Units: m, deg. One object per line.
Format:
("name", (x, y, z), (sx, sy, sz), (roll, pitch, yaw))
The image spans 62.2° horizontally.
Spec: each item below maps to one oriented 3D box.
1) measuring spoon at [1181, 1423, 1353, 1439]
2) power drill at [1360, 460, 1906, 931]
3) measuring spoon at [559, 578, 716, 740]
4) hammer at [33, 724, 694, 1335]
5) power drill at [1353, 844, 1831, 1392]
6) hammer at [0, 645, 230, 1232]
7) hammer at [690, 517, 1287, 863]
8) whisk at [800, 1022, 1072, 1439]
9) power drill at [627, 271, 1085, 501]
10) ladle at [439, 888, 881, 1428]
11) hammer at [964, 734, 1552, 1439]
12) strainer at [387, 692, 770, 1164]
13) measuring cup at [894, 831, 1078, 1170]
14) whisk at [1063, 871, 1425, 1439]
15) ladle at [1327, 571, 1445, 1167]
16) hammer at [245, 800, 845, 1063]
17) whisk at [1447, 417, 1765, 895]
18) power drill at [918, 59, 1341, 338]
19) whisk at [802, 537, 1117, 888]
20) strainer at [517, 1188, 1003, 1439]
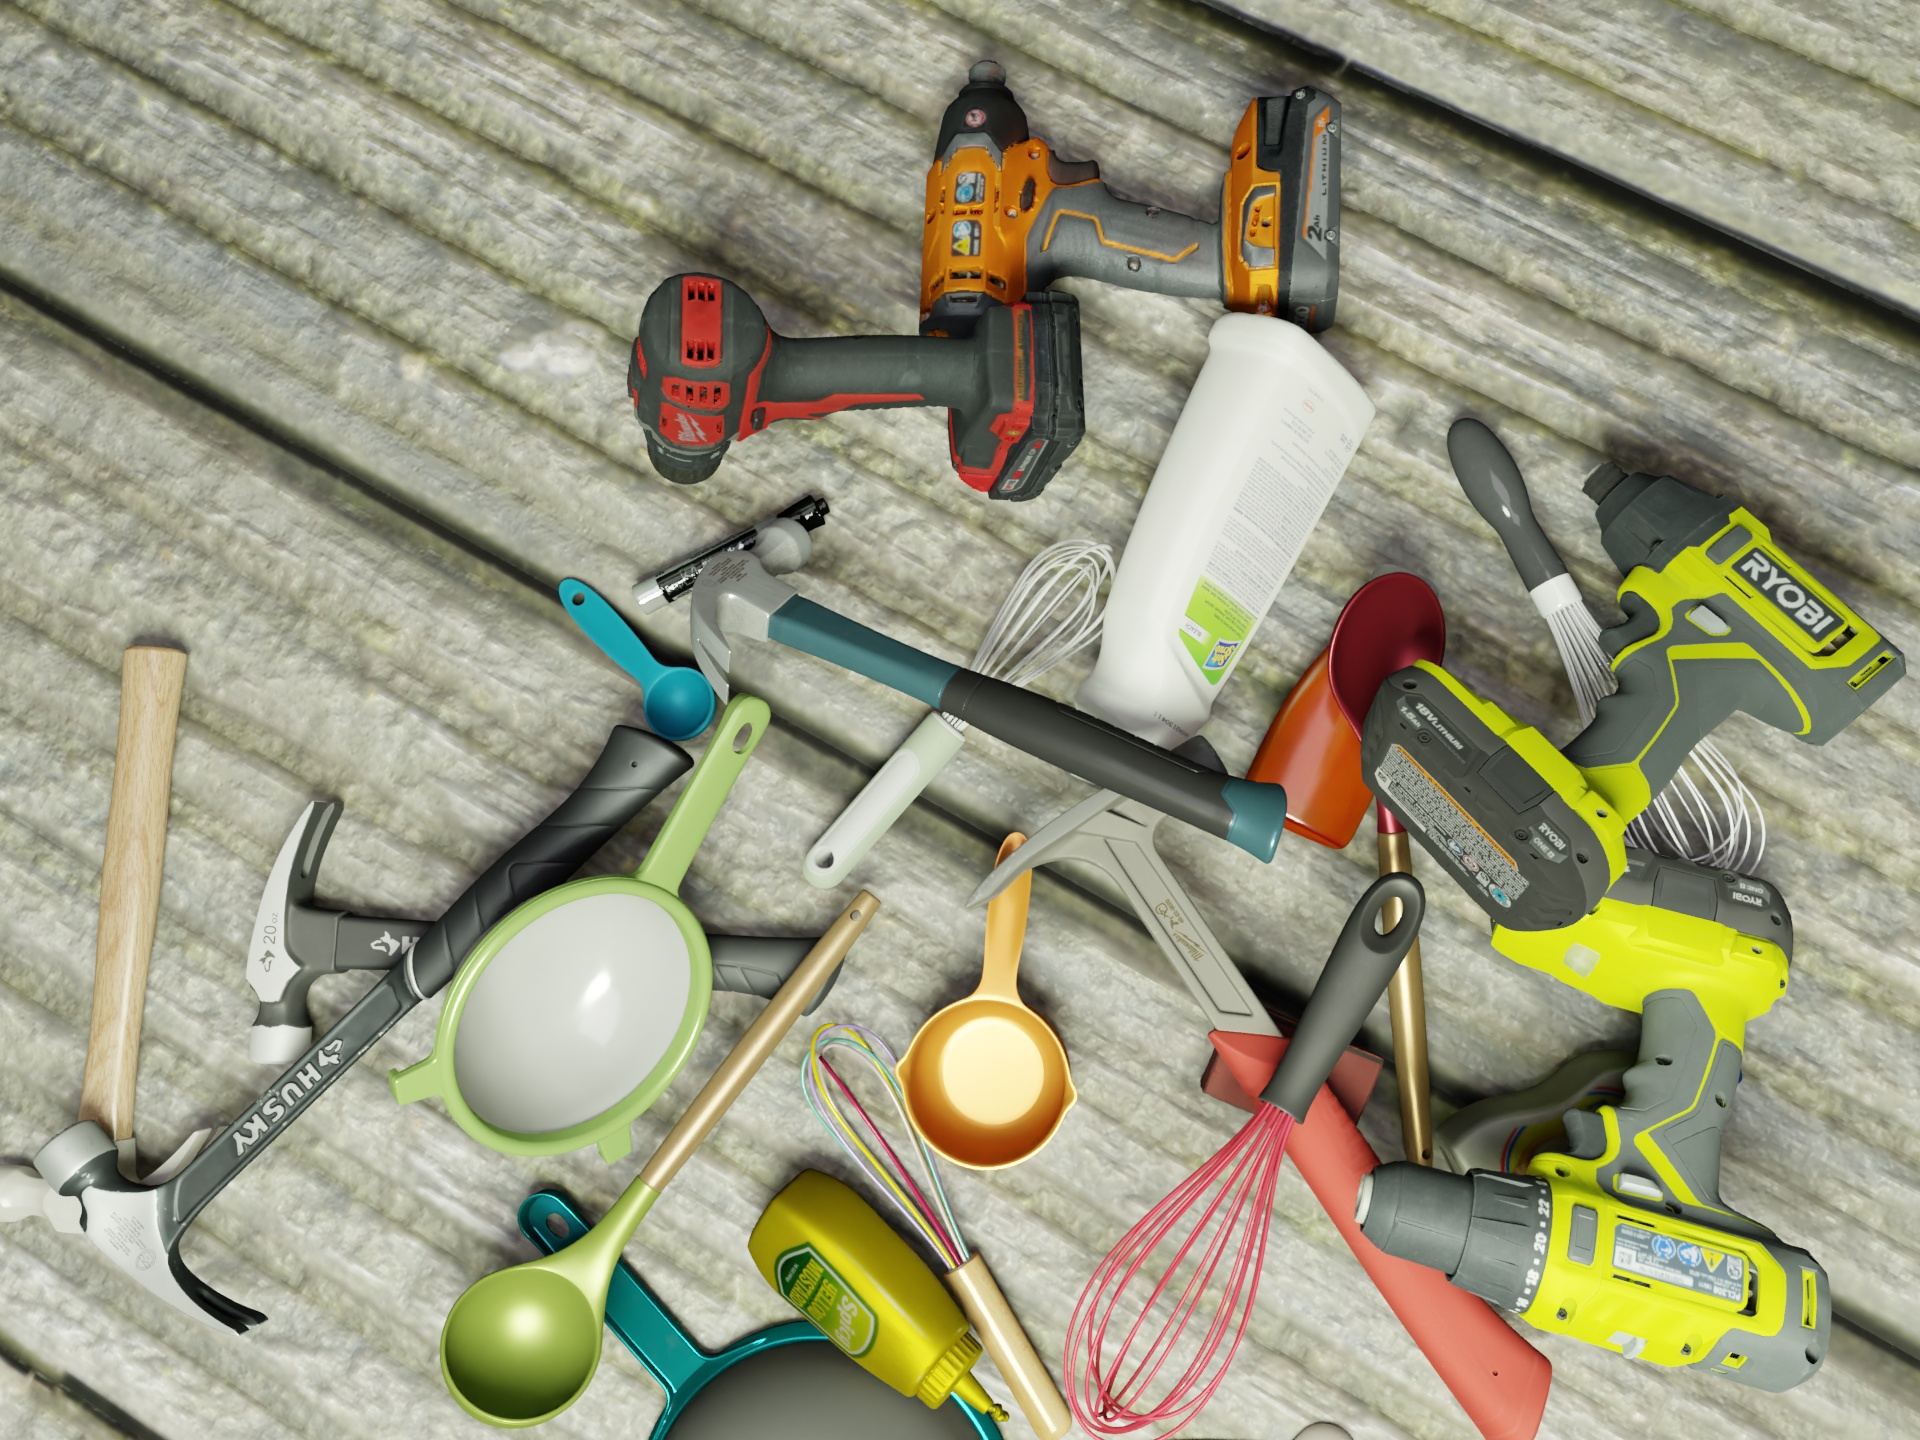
("measuring spoon", (0.143, 0.383, 0.819), (0.124, 0.018, 0.034), (-4, 83, 6))
("power drill", (0.308, -0.019, 0.762), (0.223, 0.080, 0.171), (-35, 68, -14))
("measuring spoon", (-0.185, -0.036, 0.908), (0.042, 0.021, 0.129), (-46, 72, 0))
("hammer", (-0.301, 0.152, 0.851), (0.409, 0.036, 0.149), (-43, 83, 0))
("power drill", (0.294, 0.172, 0.738), (0.190, 0.080, 0.229), (14, 57, 11))
("hammer", (-0.475, 0.122, 0.910), (0.130, 0.031, 0.331), (2, 83, 7))
("hammer", (0.009, -0.012, 0.796), (0.331, 0.128, 0.033), (23, 130, 17))
("whisk", (-0.014, 0.269, 0.838), (0.051, 0.047, 0.245), (-31, 84, 1))
("power drill", (-0.062, -0.167, 0.847), (0.226, 0.188, 0.080), (1, 78, -12))
("ladle", (-0.144, 0.216, 0.812), (0.078, 0.062, 0.320), (37, 82, 6))
("hammer", (0.155, 0.191, 0.776), (0.149, 0.036, 0.359), (-34, 79, 0))
("strainer", (-0.181, 0.093, 0.813), (0.069, 0.151, 0.256), (23, 82, 44))
("measuring cup", (0.021, 0.147, 0.844), (0.095, 0.052, 0.174), (7, 82, 7))
("whisk", (0.137, 0.196, 0.733), (0.073, 0.073, 0.296), (31, 79, 9))
("ladle", (0.225, 0.082, 0.815), (0.069, 0.031, 0.315), (-7, 95, -18))
("hammer", (-0.229, 0.123, 0.881), (0.335, 0.035, 0.146), (2, 84, 6))
("whisk", (0.328, -0.037, 0.833), (0.070, 0.070, 0.285), (-25, 76, 3))
("power drill", (0.091, -0.288, 0.874), (0.226, 0.084, 0.164), (1, 83, 10))
("whisk", (-0.001, -0.003, 0.867), (0.058, 0.059, 0.246), (43, 94, 21))
("strainer", (-0.120, 0.377, 0.809), (0.211, 0.095, 0.340), (-45, 82, 0))
